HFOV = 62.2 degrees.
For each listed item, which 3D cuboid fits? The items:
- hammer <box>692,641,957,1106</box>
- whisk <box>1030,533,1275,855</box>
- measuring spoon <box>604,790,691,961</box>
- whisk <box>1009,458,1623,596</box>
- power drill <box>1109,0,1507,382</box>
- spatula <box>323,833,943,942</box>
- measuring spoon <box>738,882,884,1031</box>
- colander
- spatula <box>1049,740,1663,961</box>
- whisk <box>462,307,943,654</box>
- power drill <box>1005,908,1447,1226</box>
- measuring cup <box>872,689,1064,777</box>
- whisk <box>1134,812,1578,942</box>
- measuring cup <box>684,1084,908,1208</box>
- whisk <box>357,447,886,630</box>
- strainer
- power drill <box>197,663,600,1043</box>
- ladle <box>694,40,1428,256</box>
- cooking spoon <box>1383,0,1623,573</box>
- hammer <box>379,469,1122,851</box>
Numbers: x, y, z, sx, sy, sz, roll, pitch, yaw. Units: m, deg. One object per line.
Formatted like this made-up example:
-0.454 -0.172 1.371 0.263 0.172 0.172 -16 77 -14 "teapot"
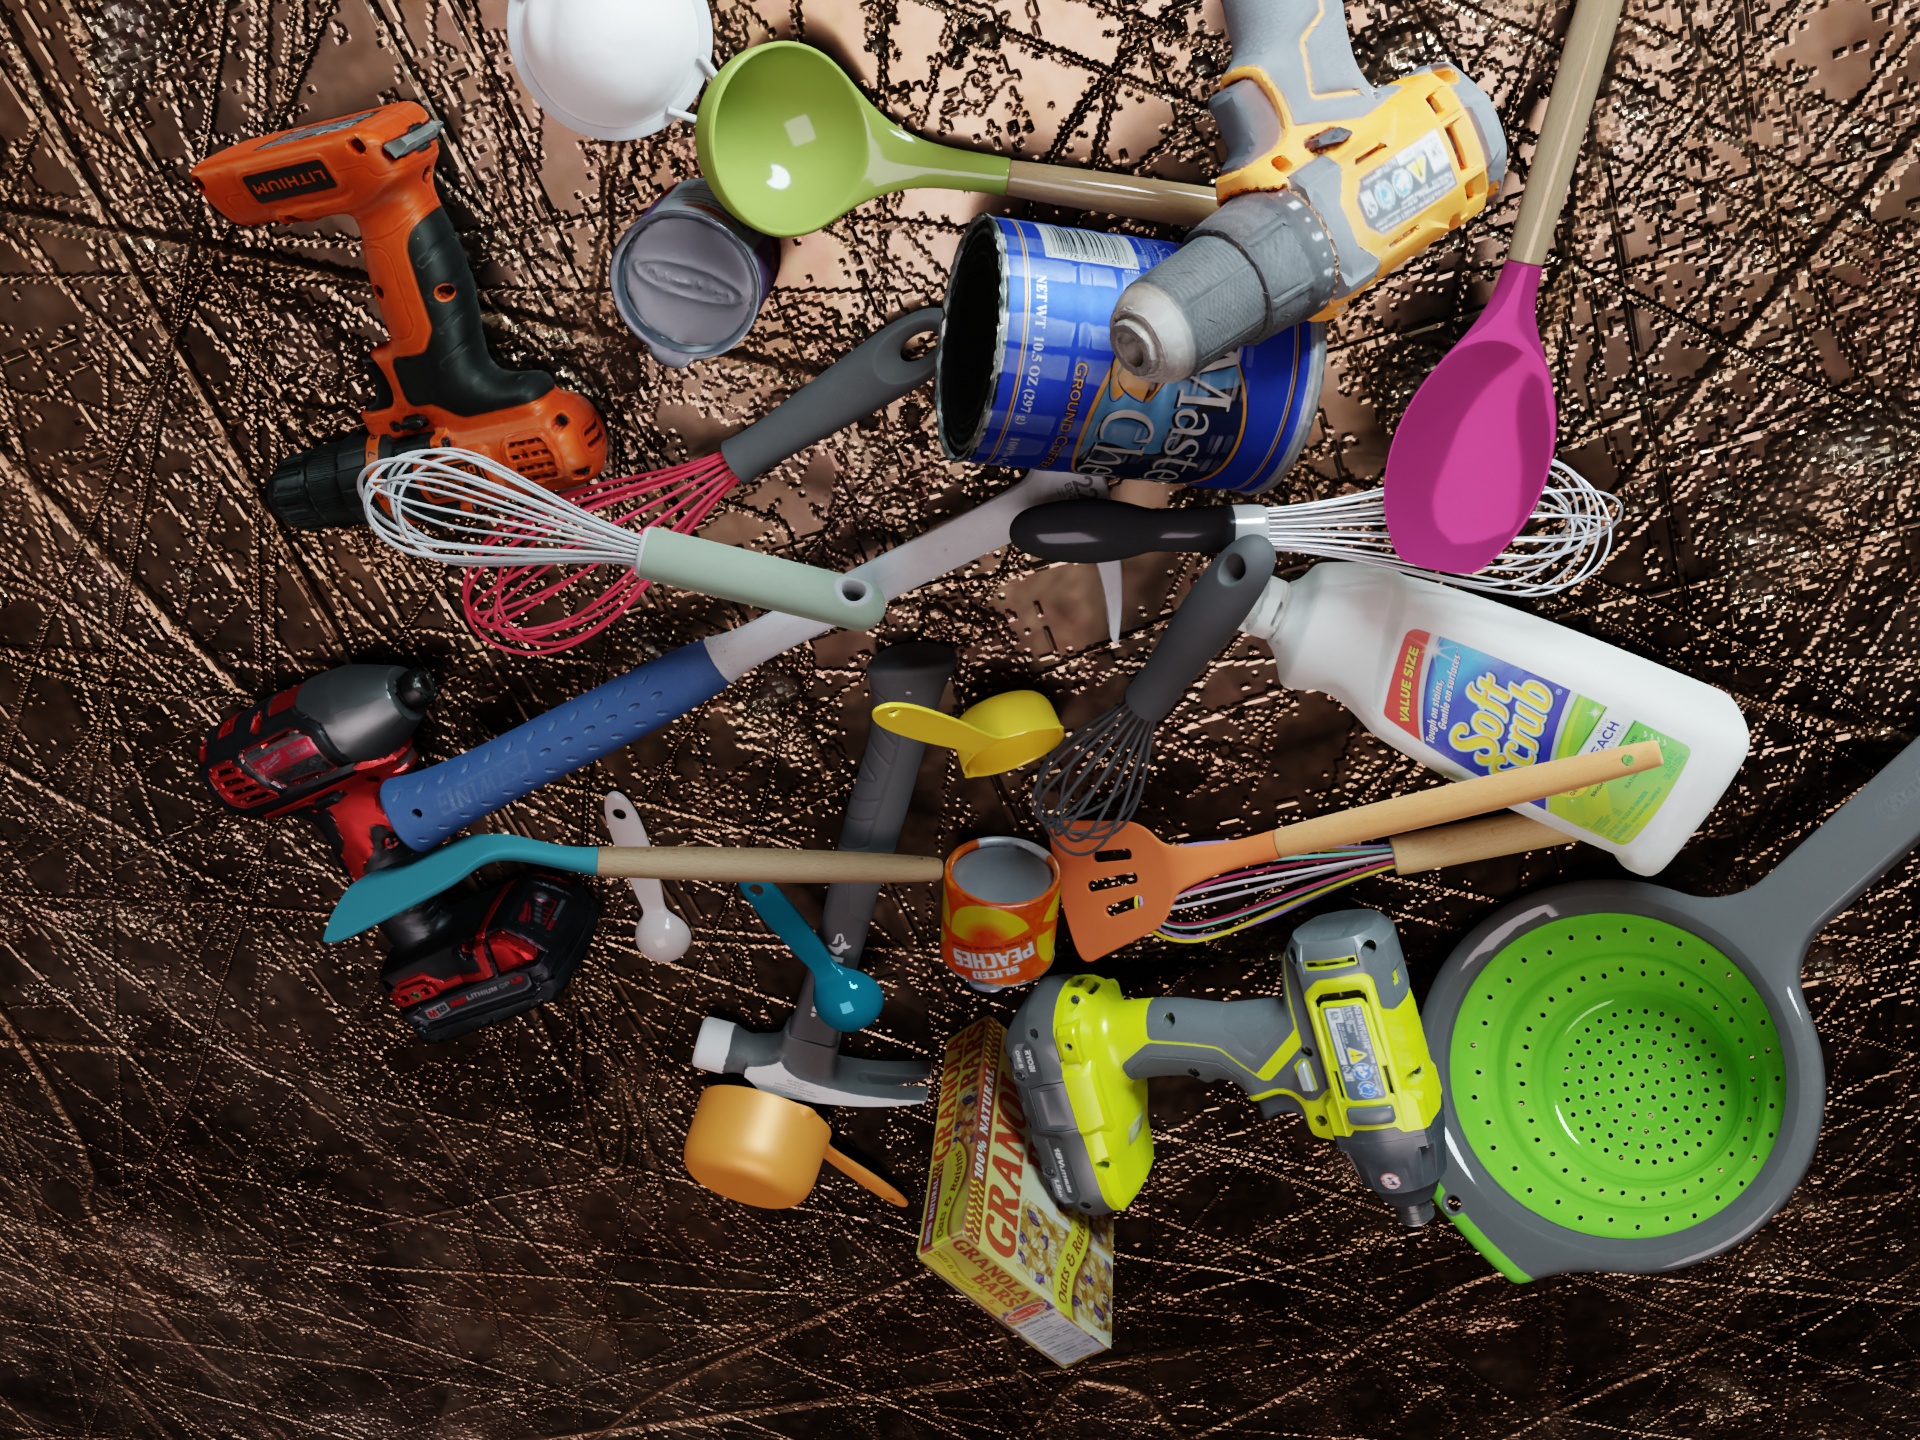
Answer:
-0.056 0.098 0.915 0.146 0.035 0.334 15 123 -3 "hammer"
0.092 -0.007 0.776 0.055 0.055 0.238 21 139 -8 "whisk"
-0.189 0.096 0.936 0.034 0.018 0.124 -6 121 10 "measuring spoon"
0.164 -0.088 0.737 0.284 0.070 0.070 -1 123 -3 "whisk"
0.094 -0.252 0.588 0.185 0.084 0.226 -37 110 -20 "power drill"
-0.166 0.085 0.845 0.317 0.082 0.044 2 106 -11 "spatula"
-0.089 0.135 0.907 0.042 0.021 0.128 -25 117 21 "measuring spoon"
0.417 0.137 0.853 0.397 0.205 0.094 -48 143 13 "colander"
0.188 0.056 0.812 0.322 0.041 0.081 -17 83 25 "spatula"
-0.125 -0.116 0.773 0.296 0.073 0.073 -29 116 15 "whisk"
0.151 0.206 0.888 0.223 0.080 0.171 -13 98 28 "power drill"
-0.001 -0.003 0.795 0.062 0.029 0.156 -29 157 23 "measuring cup"
0.216 0.082 0.872 0.245 0.047 0.051 -12 120 10 "whisk"
-0.102 0.296 1.024 0.173 0.052 0.095 40 141 -27 "measuring cup"
-0.155 -0.079 0.737 0.246 0.058 0.059 13 146 -7 "whisk"
-0.204 -0.325 0.656 0.258 0.050 0.087 33 104 -11 "strainer"
-0.309 0.068 0.900 0.143 0.079 0.219 -22 115 18 "power drill"
0.047 -0.229 0.682 0.320 0.062 0.078 8 107 -3 "ladle"
0.239 -0.214 0.653 0.069 0.017 0.318 11 111 2 "cooking spoon"
-0.109 -0.029 0.795 0.405 0.035 0.144 -25 109 11 "hammer"
